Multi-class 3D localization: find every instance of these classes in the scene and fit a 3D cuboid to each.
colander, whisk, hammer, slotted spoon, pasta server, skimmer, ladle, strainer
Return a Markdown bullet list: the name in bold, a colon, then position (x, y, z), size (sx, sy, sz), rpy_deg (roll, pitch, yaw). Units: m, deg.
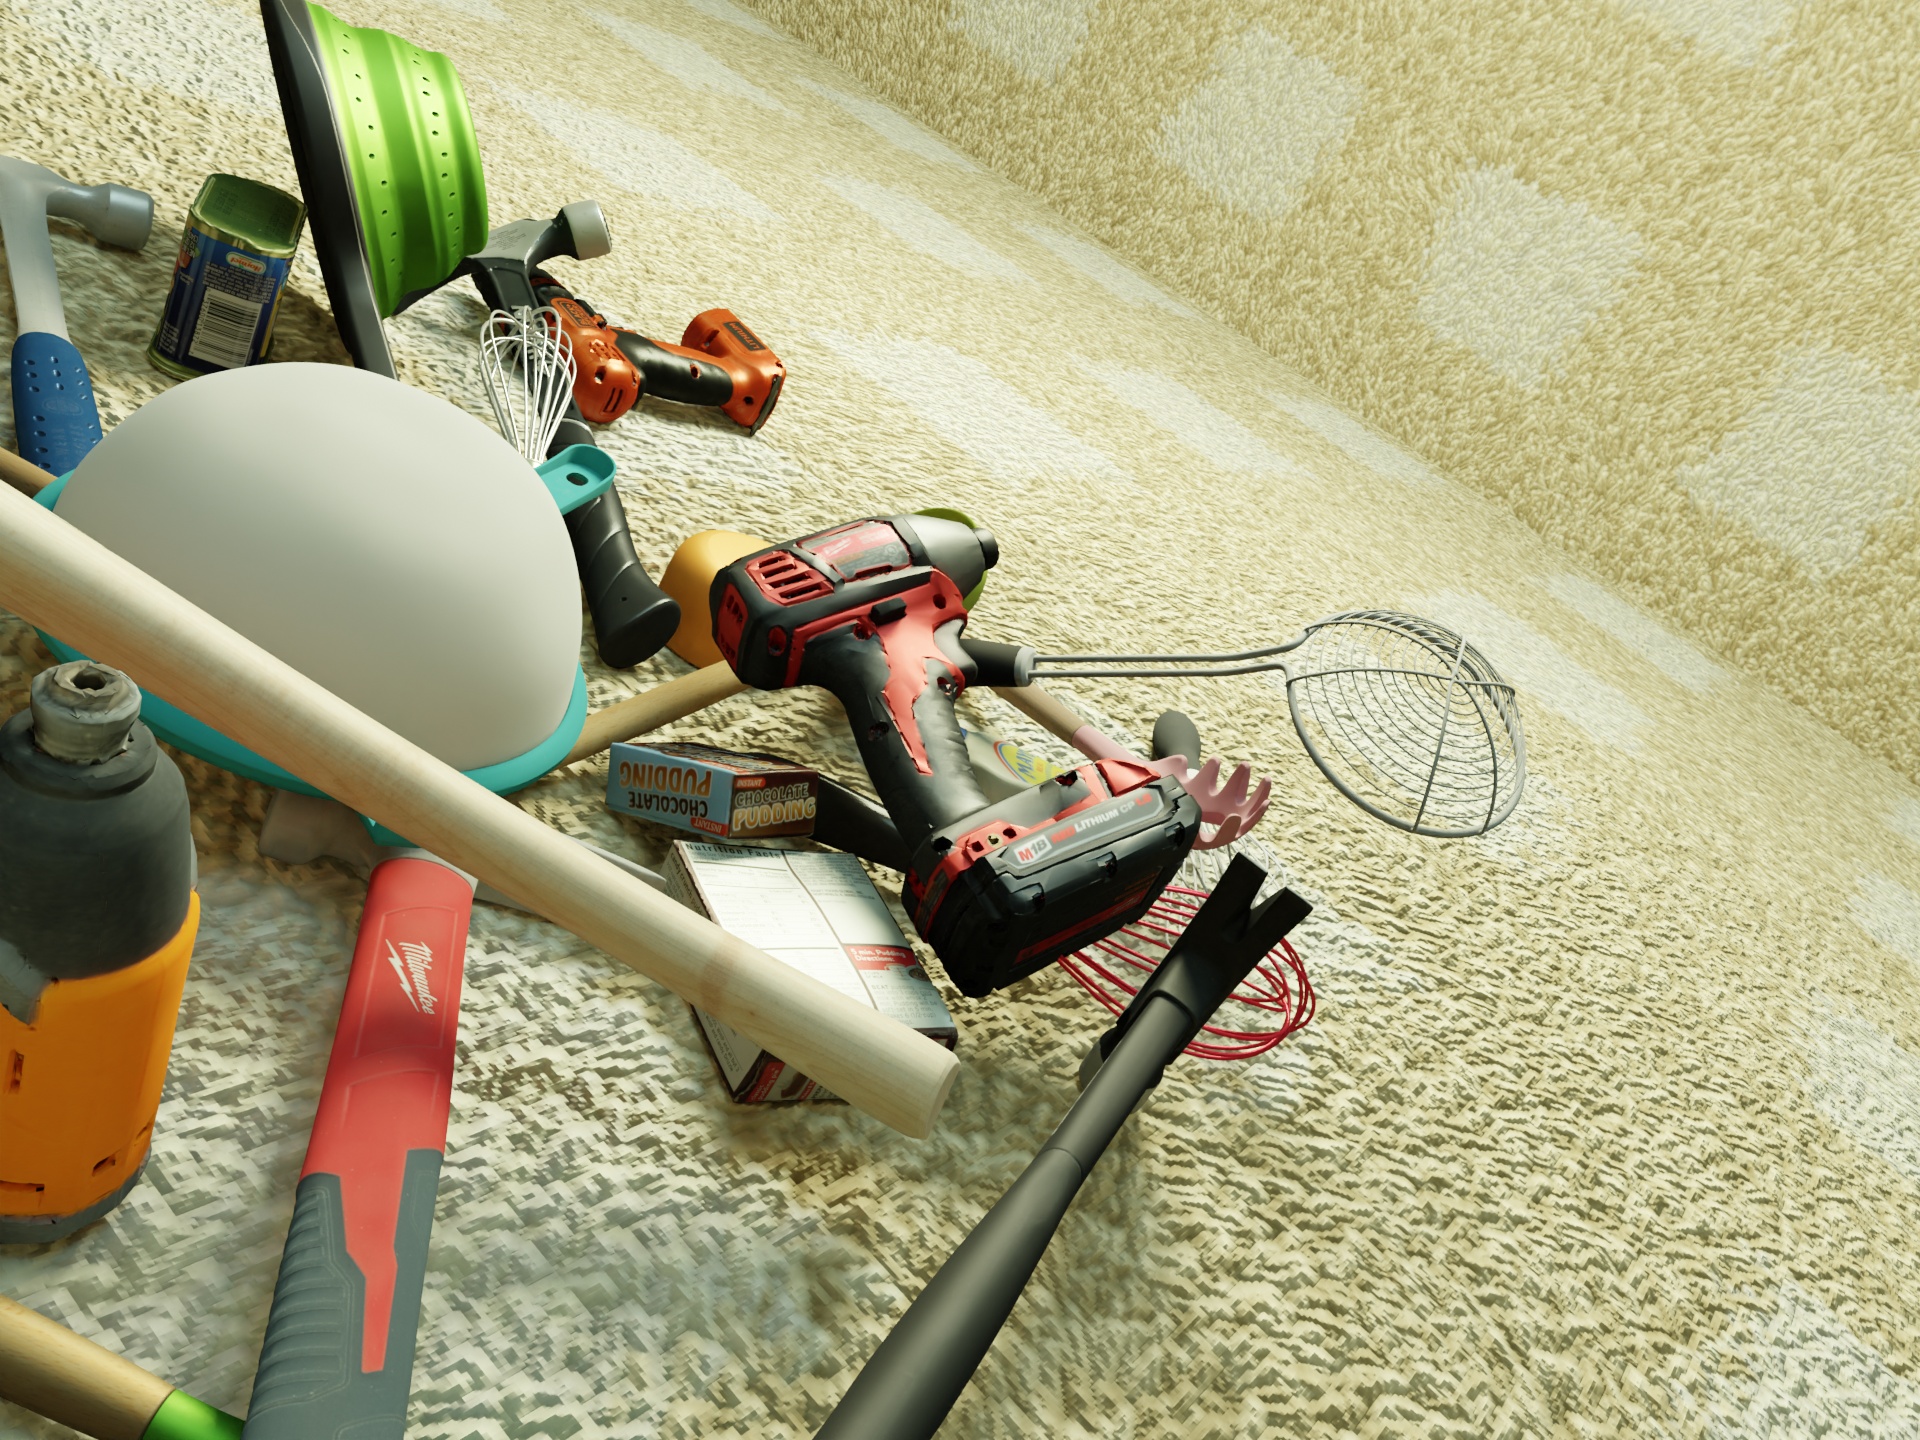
- **colander**: position (-0.295, -0.250, 0.866), size (0.094, 0.204, 0.397), rpy_deg (-14, 62, -20)
- **whisk**: position (-0.226, -0.132, 0.824), size (0.057, 0.059, 0.247), rpy_deg (34, 34, -42)
- **hammer**: position (-0.144, 0.128, 0.431), size (0.143, 0.038, 0.387), rpy_deg (21, 19, -22)
- **slotted spoon**: position (-0.212, 0.153, 0.376), size (0.313, 0.031, 0.070), rpy_deg (27, 25, -2)
- **pasta server**: position (0.052, -0.009, 0.886), size (0.060, 0.040, 0.316), rpy_deg (-17, 36, -30)
- **skimmer**: position (0.097, -0.005, 0.817), size (0.363, 0.090, 0.127), rpy_deg (2, 46, 27)
- **ladle**: position (-0.098, -0.038, 0.760), size (0.078, 0.062, 0.320), rpy_deg (13, 27, 36)
- **whisk**: position (0.134, 0.055, 0.908), size (0.070, 0.070, 0.285), rpy_deg (25, 20, -10)
- **hammer**: position (-0.166, 0.023, 0.481), size (0.410, 0.038, 0.146), rpy_deg (37, -20, -25)
- **hammer**: position (-0.437, -0.180, 0.747), size (0.144, 0.035, 0.406), rpy_deg (8, 33, -39)
- **strainer**: position (-0.208, -0.094, 0.648), size (0.211, 0.095, 0.340), rpy_deg (33, 27, 0)
- **whisk**: position (0.027, 0.082, 0.734), size (0.296, 0.073, 0.073), rpy_deg (24, 25, -1)
- **hammer**: position (0.026, 0.158, 0.524), size (0.035, 0.146, 0.335), rpy_deg (37, 34, 11)
- **hammer**: position (-0.234, -0.174, 0.908), size (0.149, 0.036, 0.409), rpy_deg (-18, 49, -11)

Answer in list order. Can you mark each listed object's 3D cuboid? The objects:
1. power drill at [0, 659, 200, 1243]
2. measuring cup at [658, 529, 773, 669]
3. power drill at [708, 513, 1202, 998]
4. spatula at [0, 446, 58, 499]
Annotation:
- **power drill**: position (-0.290, 0.014, 0.390), size (0.226, 0.164, 0.084), rpy_deg (29, 30, 4)
- **measuring cup**: position (-0.104, -0.077, 0.891), size (0.095, 0.052, 0.174), rpy_deg (33, 27, 6)
- **power drill**: position (-0.001, -0.002, 0.700), size (0.143, 0.078, 0.220), rpy_deg (-21, 62, -30)
- **spatula**: position (-0.464, -0.146, 0.611), size (0.317, 0.044, 0.082), rpy_deg (26, 58, 5)
